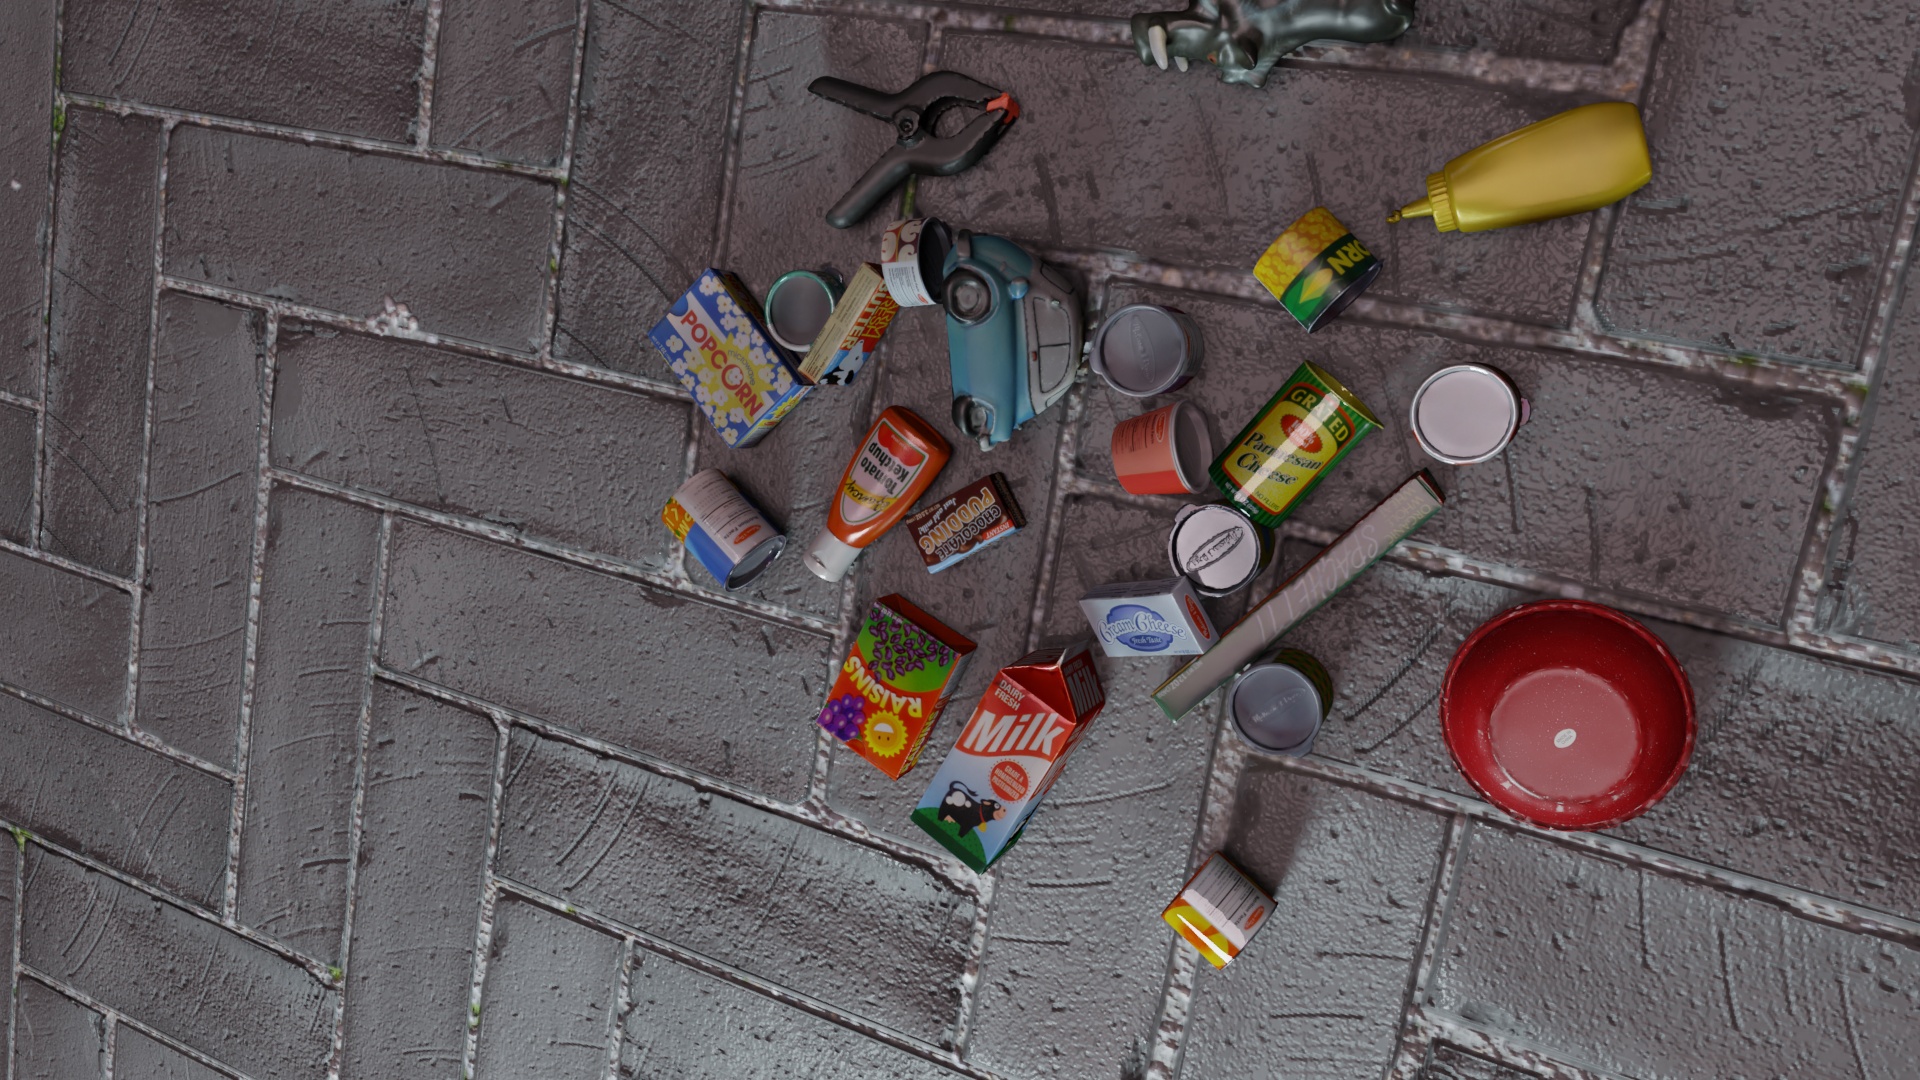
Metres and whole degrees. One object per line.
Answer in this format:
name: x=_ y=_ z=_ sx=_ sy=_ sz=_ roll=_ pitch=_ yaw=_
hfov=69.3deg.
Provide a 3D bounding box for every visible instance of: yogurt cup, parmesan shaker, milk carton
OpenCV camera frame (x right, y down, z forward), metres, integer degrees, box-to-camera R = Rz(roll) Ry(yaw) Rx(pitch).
yogurt cup: x=0.145 y=-0.064 z=1.005 sx=0.054 sy=0.072 sz=0.072 roll=-9 pitch=93 yaw=32
parmesan shaker: x=0.232 y=-0.064 z=0.966 sx=0.071 sy=0.071 sz=0.102 roll=45 pitch=111 yaw=13
milk carton: x=0.046 y=0.154 z=1.066 sx=0.073 sy=0.072 sz=0.190 roll=35 pitch=108 yaw=16

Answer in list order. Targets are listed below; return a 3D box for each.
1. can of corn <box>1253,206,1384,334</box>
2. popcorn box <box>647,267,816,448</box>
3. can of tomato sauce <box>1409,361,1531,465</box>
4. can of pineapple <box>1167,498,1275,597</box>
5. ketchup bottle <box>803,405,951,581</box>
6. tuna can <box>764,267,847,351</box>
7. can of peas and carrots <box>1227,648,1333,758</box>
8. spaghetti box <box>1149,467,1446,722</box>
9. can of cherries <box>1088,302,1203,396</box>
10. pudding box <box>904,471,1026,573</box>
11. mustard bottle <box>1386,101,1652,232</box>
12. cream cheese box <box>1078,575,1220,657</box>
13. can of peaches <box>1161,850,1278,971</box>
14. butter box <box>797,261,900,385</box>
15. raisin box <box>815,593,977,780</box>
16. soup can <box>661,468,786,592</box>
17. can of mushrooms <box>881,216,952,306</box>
can of corn: x=0.244 y=-0.186 z=0.946 sx=0.071 sy=0.071 sz=0.058 roll=-45 pitch=78 yaw=21
popcorn box: x=-0.189 y=-0.150 z=1.151 sx=0.085 sy=0.038 sz=0.127 roll=-41 pitch=80 yaw=23
can of tomato sauce: x=0.334 y=-0.083 z=0.910 sx=0.071 sy=0.083 sz=0.071 roll=3 pitch=97 yaw=23
can of pineapple: x=0.187 y=0.002 z=0.996 sx=0.071 sy=0.058 sz=0.071 roll=3 pitch=97 yaw=23
ketchup bottle: x=-0.072 y=-0.033 z=1.111 sx=0.065 sy=0.043 sz=0.148 roll=42 pitch=110 yaw=13
tuna can: x=-0.122 y=-0.187 z=1.121 sx=0.071 sy=0.033 sz=0.071 roll=3 pitch=98 yaw=23
can of peas and carrots: x=0.231 y=0.116 z=0.990 sx=0.071 sy=0.059 sz=0.071 roll=3 pitch=98 yaw=22
spaghetti box: x=0.237 y=0.041 z=0.984 sx=0.249 sy=0.050 sz=0.029 roll=-43 pitch=81 yaw=21
can of cherries: x=0.135 y=-0.138 z=1.003 sx=0.071 sy=0.058 sz=0.071 roll=3 pitch=98 yaw=23
pudding box: x=0.004 y=-0.014 z=1.088 sx=0.083 sy=0.030 sz=0.049 roll=-27 pitch=86 yaw=23
mustard bottle: x=0.358 y=-0.234 z=0.903 sx=0.160 sy=0.049 sz=0.065 roll=-12 pitch=91 yaw=24
cream cheese box: x=0.136 y=0.056 z=1.010 sx=0.103 sy=0.024 sz=0.053 roll=-10 pitch=113 yaw=55
can of peaches: x=0.189 y=0.273 z=1.023 sx=0.058 sy=0.071 sz=0.071 roll=41 pitch=110 yaw=14
butter box: x=-0.082 y=-0.169 z=1.095 sx=0.024 sy=0.053 sz=0.103 roll=40 pitch=109 yaw=17
raisin box: x=-0.052 y=0.118 z=1.122 sx=0.086 sy=0.040 sz=0.123 roll=32 pitch=108 yaw=16
soup can: x=-0.198 y=-0.008 z=1.157 sx=0.084 sy=0.071 sz=0.071 roll=45 pitch=111 yaw=13
can of mushrooms: x=-0.032 y=-0.214 z=1.063 sx=0.033 sy=0.071 sz=0.071 roll=-1 pitch=96 yaw=24
